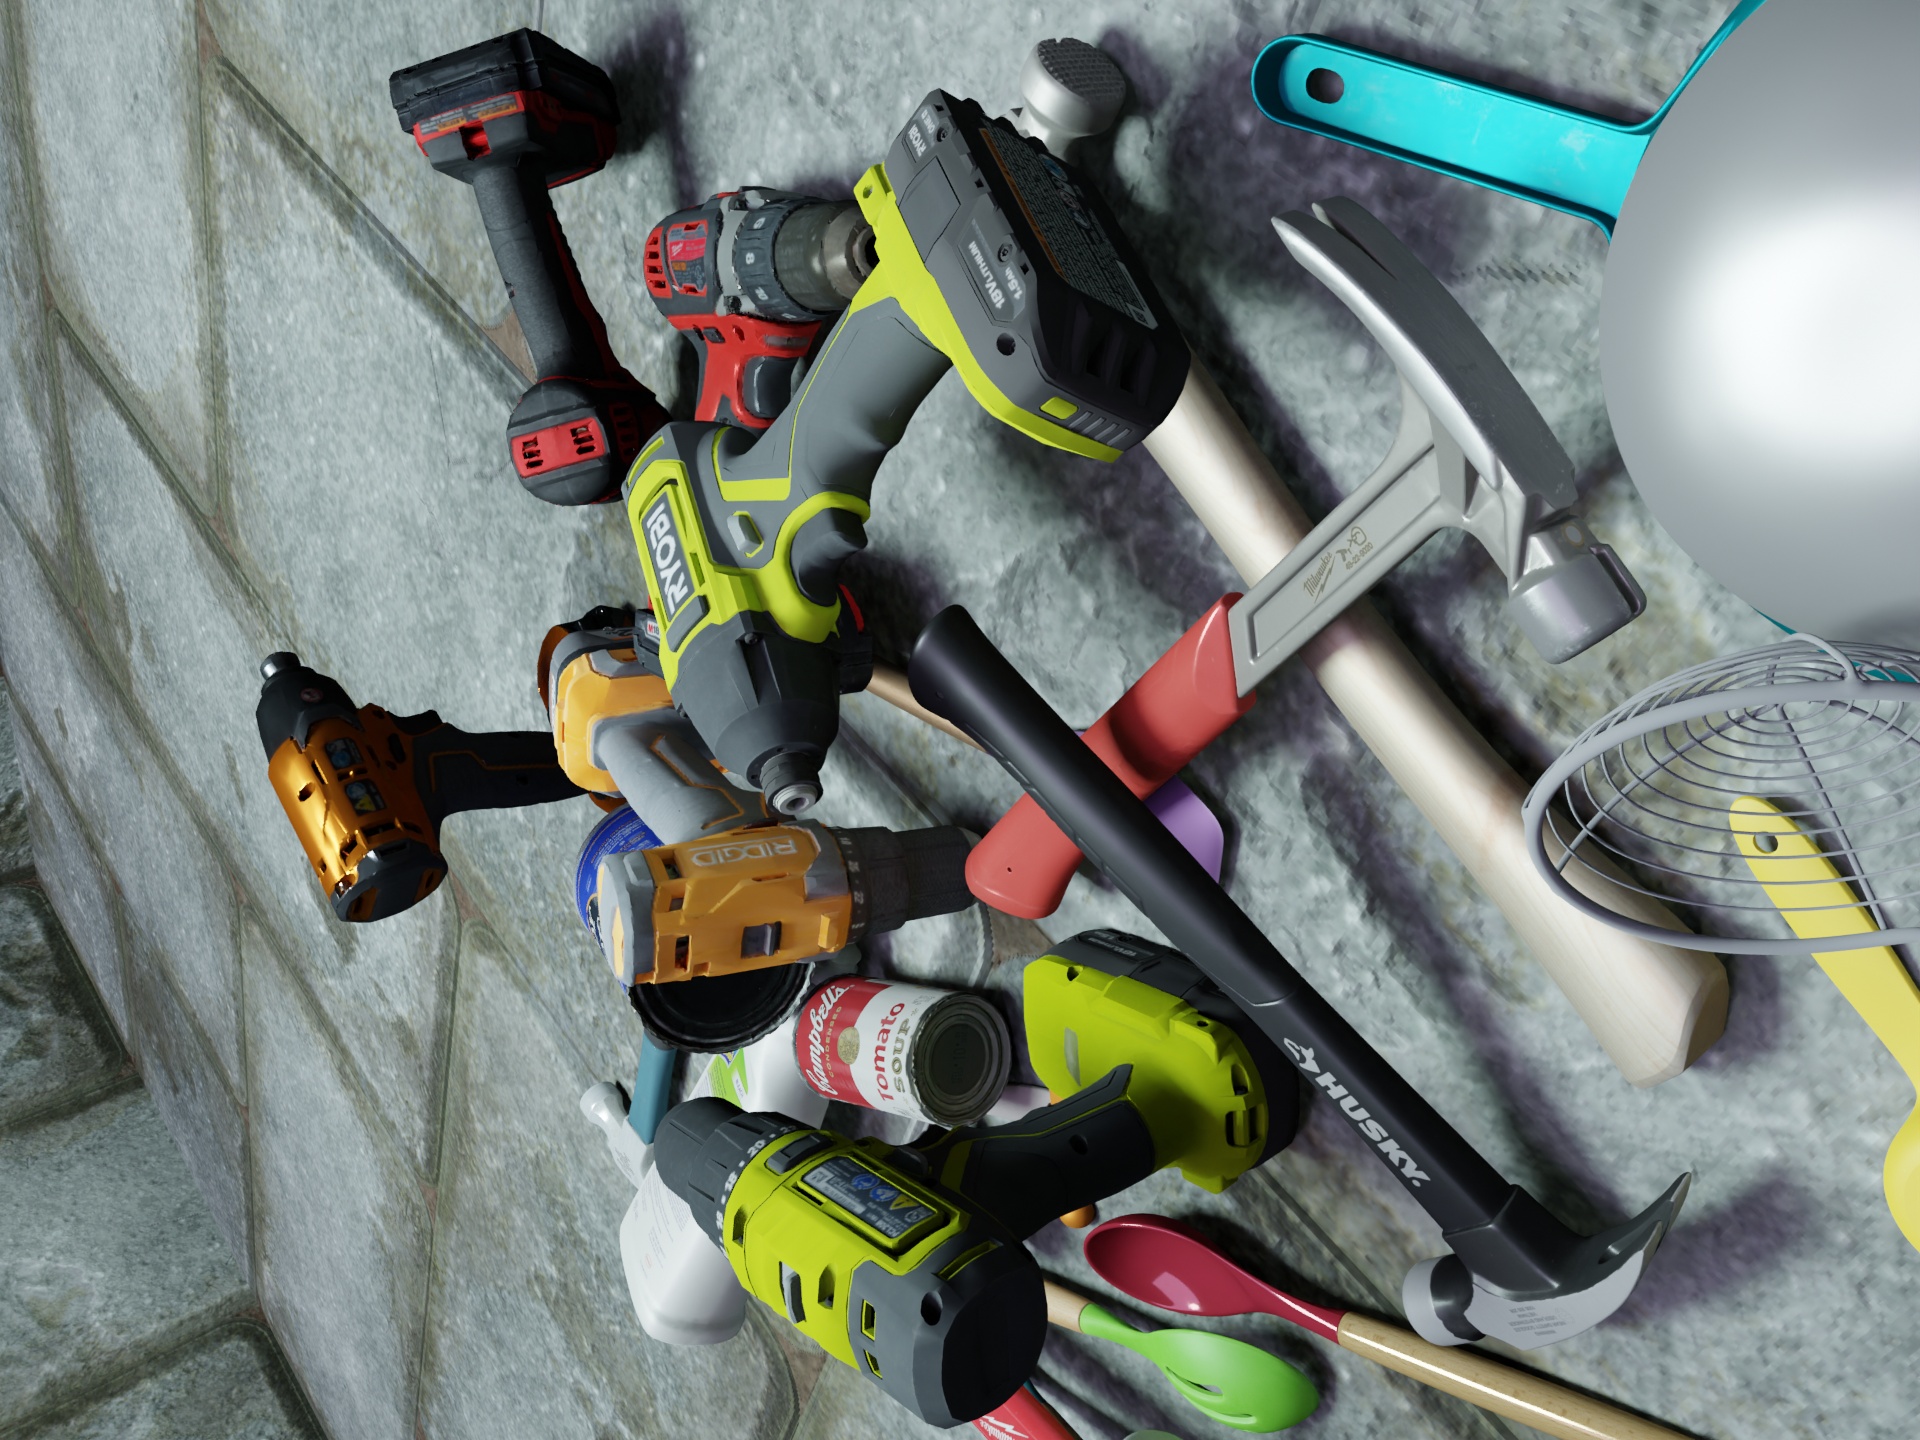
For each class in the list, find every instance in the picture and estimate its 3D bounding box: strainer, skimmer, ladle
[{"bbox_3d":[0.189,-0.123,0.401,0.341,0.095,0.210,35,130,35],"label":"strainer"},{"bbox_3d":[0.275,0.135,0.380,0.127,0.090,0.363,-35,87,48],"label":"skimmer"},{"bbox_3d":[0.176,0.253,0.638,0.315,0.031,0.069,4,134,47],"label":"ladle"}]

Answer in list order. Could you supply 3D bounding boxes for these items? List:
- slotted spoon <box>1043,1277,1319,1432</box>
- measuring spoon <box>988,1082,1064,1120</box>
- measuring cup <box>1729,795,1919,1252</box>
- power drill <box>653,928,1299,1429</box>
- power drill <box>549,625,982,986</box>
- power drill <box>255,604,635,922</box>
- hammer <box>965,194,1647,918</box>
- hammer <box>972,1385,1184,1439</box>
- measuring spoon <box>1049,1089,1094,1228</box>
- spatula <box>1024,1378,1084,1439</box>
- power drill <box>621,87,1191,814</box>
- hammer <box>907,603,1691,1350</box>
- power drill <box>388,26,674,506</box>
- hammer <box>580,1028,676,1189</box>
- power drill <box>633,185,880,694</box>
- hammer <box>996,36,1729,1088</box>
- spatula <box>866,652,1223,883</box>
[{"bbox_3d":[0.050,0.298,0.807,0.314,0.031,0.070,-1,133,54],"label":"slotted spoon"},{"bbox_3d":[0.014,0.198,0.817,0.124,0.018,0.034,-10,98,51],"label":"measuring spoon"},{"bbox_3d":[0.265,0.092,0.456,0.156,0.029,0.062,58,141,10],"label":"measuring cup"},{"bbox_3d":[0.007,0.165,0.639,0.191,0.228,0.080,15,117,46],"label":"power drill"},{"bbox_3d":[-0.102,0.035,0.793,0.226,0.185,0.084,-125,36,-49],"label":"power drill"},{"bbox_3d":[-0.281,0.007,0.918,0.164,0.226,0.084,56,140,17],"label":"power drill"},{"bbox_3d":[0.077,-0.015,0.580,0.149,0.036,0.359,58,148,11],"label":"hammer"},{"bbox_3d":[-0.017,0.338,0.845,0.387,0.038,0.143,27,113,53],"label":"hammer"},{"bbox_3d":[0.052,0.200,0.770,0.021,0.011,0.116,8,117,28],"label":"measuring spoon"},{"bbox_3d":[0.044,0.374,0.809,0.318,0.044,0.082,25,119,59],"label":"spatula"},{"bbox_3d":[-0.032,-0.087,0.561,0.223,0.080,0.171,-44,51,32],"label":"power drill"},{"bbox_3d":[0.104,0.086,0.568,0.335,0.035,0.146,47,148,6],"label":"hammer"},{"bbox_3d":[-0.200,-0.219,0.807,0.078,0.143,0.219,-13,98,11],"label":"power drill"},{"bbox_3d":[-0.200,0.201,1.065,0.128,0.033,0.330,43,135,31],"label":"hammer"},{"bbox_3d":[-0.085,-0.125,0.719,0.188,0.080,0.226,20,111,55],"label":"power drill"},{"bbox_3d":[0.115,-0.048,0.572,0.411,0.038,0.146,56,142,16],"label":"hammer"},{"bbox_3d":[-0.001,-0.002,0.746,0.316,0.018,0.059,28,129,39],"label":"spatula"}]
